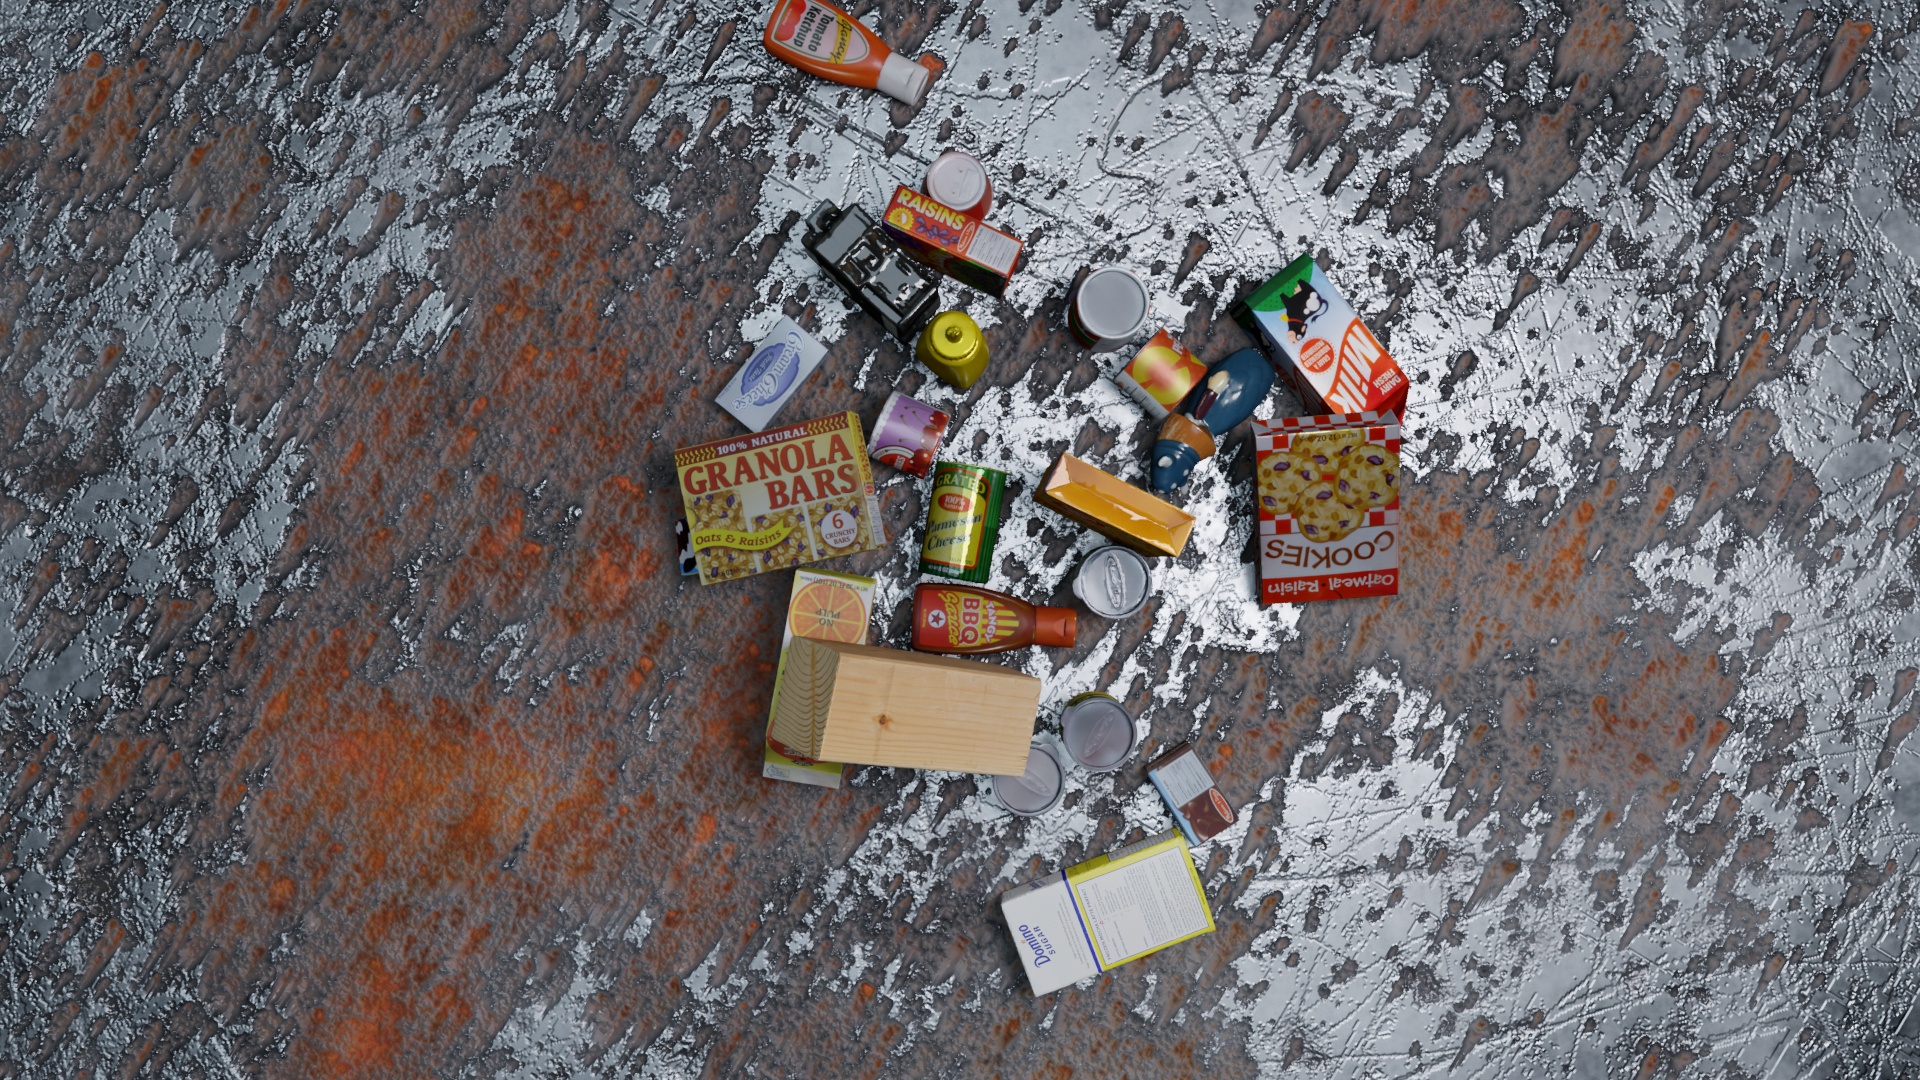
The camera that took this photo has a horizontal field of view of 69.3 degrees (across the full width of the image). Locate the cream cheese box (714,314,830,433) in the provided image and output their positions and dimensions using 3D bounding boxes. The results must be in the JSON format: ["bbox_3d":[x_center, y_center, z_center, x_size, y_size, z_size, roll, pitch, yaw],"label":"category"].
[{"bbox_3d":[-0.172,-0.151,1.278,0.053,0.024,0.104,39,89,-1],"label":"cream cheese box"}]

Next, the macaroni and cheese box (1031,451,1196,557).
[{"bbox_3d":[0.129,-0.028,1.206,0.124,0.166,0.040,26,89,0],"label":"macaroni and cheese box"}]

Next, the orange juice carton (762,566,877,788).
[{"bbox_3d":[-0.127,0.124,1.248,0.072,0.073,0.192,10,90,-1],"label":"orange juice carton"}]

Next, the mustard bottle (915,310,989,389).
[{"bbox_3d":[-0.005,-0.170,1.211,0.065,0.160,0.049,36,88,-1],"label":"mustard bottle"}]

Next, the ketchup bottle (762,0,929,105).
[{"bbox_3d":[-0.103,-0.447,1.275,0.149,0.043,0.064,26,89,0],"label":"ketchup bottle"}]

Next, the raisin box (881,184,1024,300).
[{"bbox_3d":[-0.009,-0.267,1.250,0.123,0.086,0.040,25,87,-1],"label":"raisin box"}]

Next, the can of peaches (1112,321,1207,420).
[{"bbox_3d":[0.183,-0.153,1.258,0.058,0.071,0.071,43,89,0],"label":"can of peaches"}]

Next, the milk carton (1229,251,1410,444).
[{"bbox_3d":[0.336,-0.160,1.257,0.073,0.072,0.190,-38,90,0],"label":"milk carton"}]

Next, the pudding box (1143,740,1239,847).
[{"bbox_3d":[0.210,0.231,1.270,0.050,0.030,0.083,-33,89,-2],"label":"pudding box"}]

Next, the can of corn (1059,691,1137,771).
[{"bbox_3d":[0.121,0.170,1.256,0.071,0.058,0.071,0,89,0],"label":"can of corn"}]

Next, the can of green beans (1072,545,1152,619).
[{"bbox_3d":[0.137,0.037,1.259,0.071,0.058,0.071,0,89,0],"label":"can of green beans"}]

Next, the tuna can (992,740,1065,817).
[{"bbox_3d":[0.063,0.214,1.268,0.071,0.033,0.071,0,89,0],"label":"tuna can"}]

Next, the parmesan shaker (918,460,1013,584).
[{"bbox_3d":[0.004,-0.016,1.254,0.071,0.071,0.103,10,89,0],"label":"parmesan shaker"}]

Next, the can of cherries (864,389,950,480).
[{"bbox_3d":[-0.048,-0.093,1.256,0.058,0.071,0.071,24,89,-1],"label":"can of cherries"}]

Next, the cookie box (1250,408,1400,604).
[{"bbox_3d":[0.323,-0.027,1.232,0.123,0.040,0.166,-5,115,6],"label":"cookie box"}]

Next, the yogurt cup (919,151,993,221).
[{"bbox_3d":[-0.003,-0.321,1.267,0.072,0.054,0.072,0,90,-1],"label":"yogurt cup"}]

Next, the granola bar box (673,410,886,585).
[{"bbox_3d":[-0.160,-0.037,1.227,0.165,0.039,0.124,-12,89,11],"label":"granola bar box"}]

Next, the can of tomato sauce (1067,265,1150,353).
[{"bbox_3d":[0.132,-0.209,1.251,0.071,0.083,0.071,0,90,-1],"label":"can of tomato sauce"}]

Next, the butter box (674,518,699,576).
[{"bbox_3d":[-0.206,0.001,1.274,0.103,0.024,0.053,-7,90,0],"label":"butter box"}]

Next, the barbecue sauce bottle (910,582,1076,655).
[{"bbox_3d":[0.030,0.074,1.265,0.149,0.043,0.065,4,86,-1],"label":"barbecue sauce bottle"}]
